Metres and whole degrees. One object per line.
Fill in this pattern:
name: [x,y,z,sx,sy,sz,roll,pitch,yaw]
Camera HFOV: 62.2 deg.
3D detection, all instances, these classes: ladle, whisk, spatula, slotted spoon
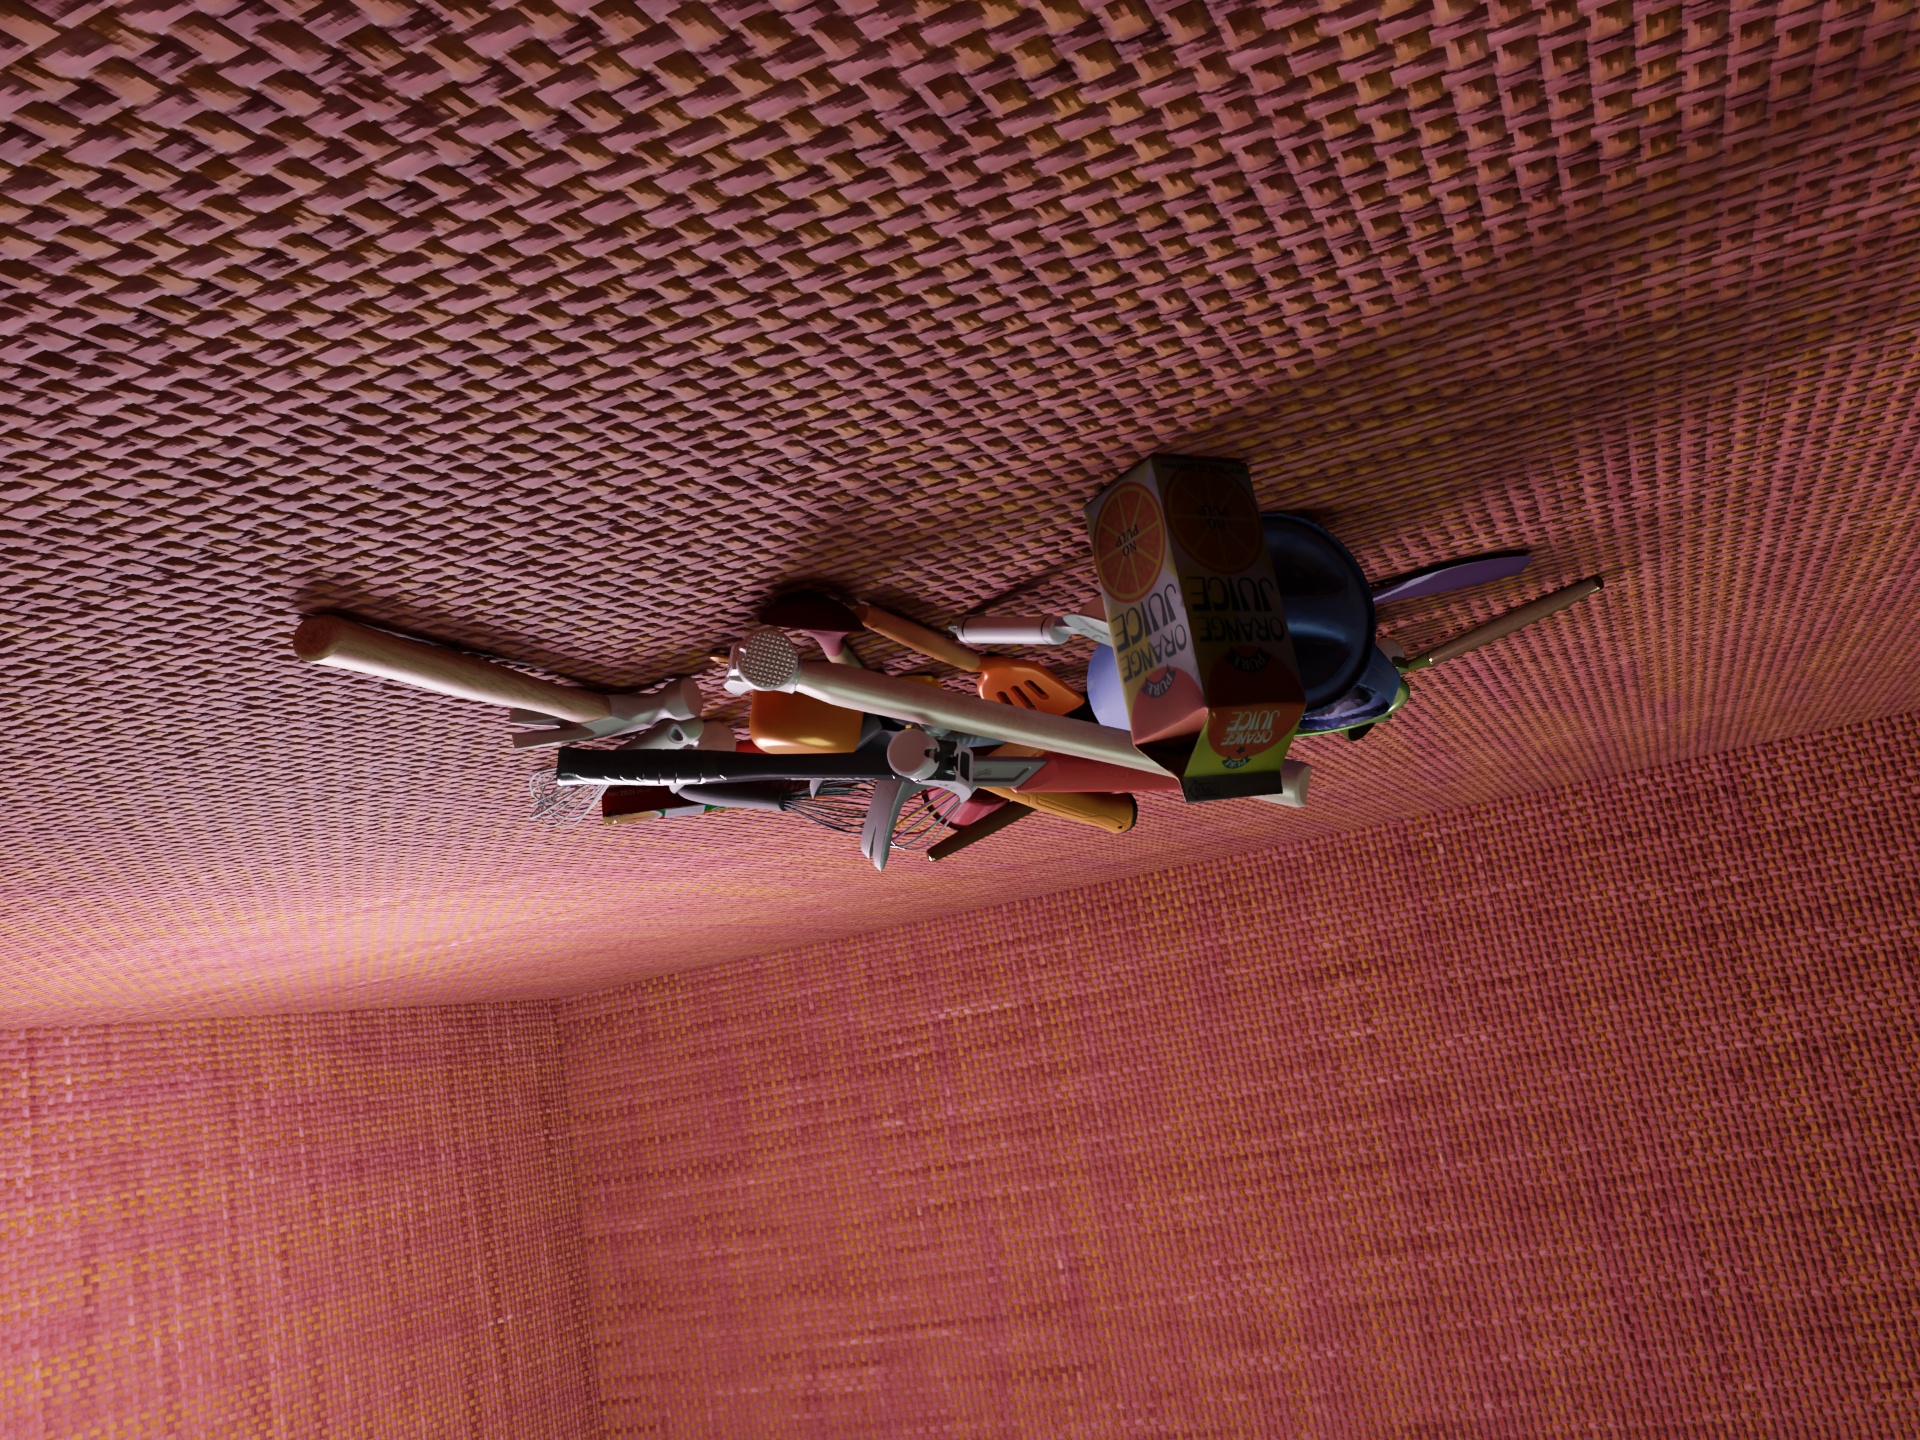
ladle: [-0.086,-0.046,1.138,0.069,0.031,0.315,8,172,6]
whisk: [-0.163,0.071,1.478,0.239,0.055,0.055,5,175,24]
spatula: [0.290,-0.092,1.250,0.316,0.018,0.059,-12,165,4]
whisk: [-0.294,0.039,1.345,0.246,0.057,0.059,-24,-164,41]
ladle: [0.464,-0.057,1.471,0.078,0.062,0.320,-29,179,-37]
slotted spoon: [0.102,0.061,1.524,0.314,0.031,0.070,-27,159,-20]
whisk: [0.006,0.056,1.431,0.047,0.051,0.245,24,135,-37]
spatula: [0.002,-0.041,1.203,0.081,0.041,0.322,-22,163,20]

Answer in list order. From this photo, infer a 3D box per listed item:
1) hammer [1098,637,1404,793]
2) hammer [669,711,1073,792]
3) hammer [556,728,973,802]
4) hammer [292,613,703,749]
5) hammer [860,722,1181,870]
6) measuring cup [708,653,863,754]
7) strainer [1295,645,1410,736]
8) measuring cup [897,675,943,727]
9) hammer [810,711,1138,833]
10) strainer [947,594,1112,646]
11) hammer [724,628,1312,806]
hammer: [0.248,0.008,1.486,0.331,0.033,0.128,-23,171,-1]
hammer: [-0.071,0.022,1.445,0.386,0.038,0.143,-4,168,-25]
hammer: [-0.149,0.034,1.160,0.335,0.035,0.146,-1,171,21]
hammer: [-0.310,-0.024,1.054,0.130,0.031,0.331,-14,167,19]
hammer: [0.084,0.051,1.331,0.359,0.037,0.149,2,120,-40]
measuring cup: [-0.137,-0.007,1.184,0.095,0.052,0.173,0,169,27]
strainer: [0.255,-0.033,1.382,0.256,0.069,0.151,-6,161,8]
measuring cup: [-0.002,-0.004,1.330,0.156,0.029,0.062,13,152,-34]
hammer: [0.028,0.054,1.366,0.336,0.034,0.127,19,135,-41]
strainer: [0.068,-0.062,1.054,0.086,0.050,0.258,24,169,-34]
hammer: [0.043,0.004,1.088,0.410,0.038,0.146,12,175,-12]
